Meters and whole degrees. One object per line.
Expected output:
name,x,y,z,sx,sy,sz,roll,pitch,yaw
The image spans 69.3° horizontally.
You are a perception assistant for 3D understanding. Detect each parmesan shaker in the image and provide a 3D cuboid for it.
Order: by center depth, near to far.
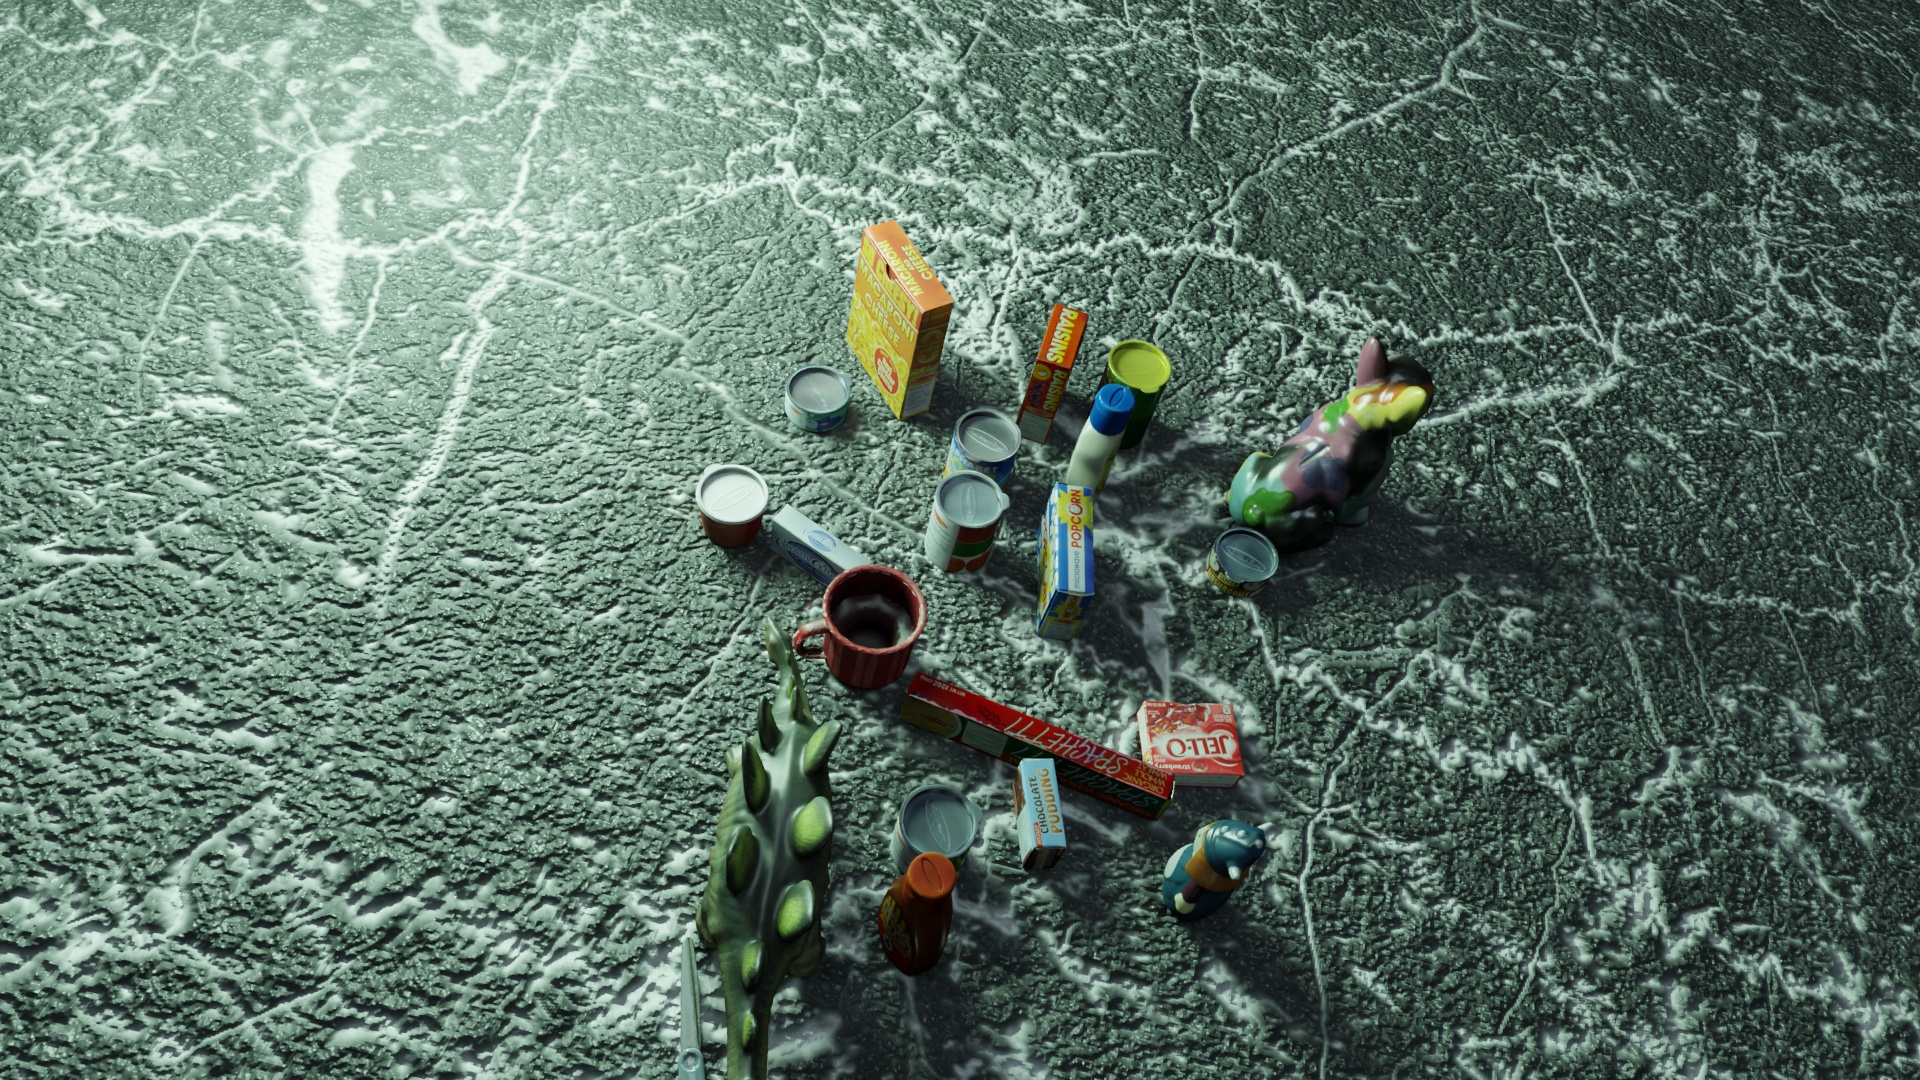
parmesan shaker,0.175,-0.149,1.454,0.071,0.102,0.071,5,55,-8

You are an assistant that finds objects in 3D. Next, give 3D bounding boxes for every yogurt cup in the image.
yogurt cup,-0.217,-0.030,1.322,0.072,0.053,0.073,5,55,-8

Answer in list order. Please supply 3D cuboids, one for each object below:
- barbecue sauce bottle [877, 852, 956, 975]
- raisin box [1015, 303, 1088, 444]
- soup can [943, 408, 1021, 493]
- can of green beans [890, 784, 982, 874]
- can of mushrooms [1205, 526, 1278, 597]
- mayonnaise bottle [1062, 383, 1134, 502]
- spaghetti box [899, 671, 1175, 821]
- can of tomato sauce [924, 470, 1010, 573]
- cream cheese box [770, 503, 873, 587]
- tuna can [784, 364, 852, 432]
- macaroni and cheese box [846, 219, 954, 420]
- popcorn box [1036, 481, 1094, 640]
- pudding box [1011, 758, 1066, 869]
barbecue sauce bottle,-0.032,0.286,1.081,0.044,0.147,0.065,-19,62,-22
raisin box,0.093,-0.172,1.440,0.040,0.122,0.086,19,54,2
soup can,0.019,-0.079,1.385,0.071,0.083,0.072,5,55,-8
can of green beans,-0.023,0.247,1.166,0.071,0.057,0.071,5,55,-8
can of mushrooms,0.282,0.024,1.397,0.071,0.033,0.071,5,55,-8
mayonnaise bottle,0.137,-0.095,1.380,0.041,0.147,0.065,29,55,9
spaghetti box,0.068,0.184,1.233,0.250,0.050,0.029,21,54,4
can of tomato sauce,0.005,-0.017,1.340,0.071,0.082,0.071,5,55,-8
cream cheese box,-0.132,0.014,1.309,0.104,0.053,0.024,34,56,12
tuna can,-0.145,-0.147,1.431,0.071,0.032,0.071,5,55,-8
macaroni and cheese box,-0.065,-0.222,1.417,0.040,0.165,0.124,-22,62,-24
popcorn box,0.100,0.020,1.331,0.038,0.084,0.127,7,55,-6
pudding box,0.067,0.235,1.197,0.030,0.049,0.084,0,56,-11
